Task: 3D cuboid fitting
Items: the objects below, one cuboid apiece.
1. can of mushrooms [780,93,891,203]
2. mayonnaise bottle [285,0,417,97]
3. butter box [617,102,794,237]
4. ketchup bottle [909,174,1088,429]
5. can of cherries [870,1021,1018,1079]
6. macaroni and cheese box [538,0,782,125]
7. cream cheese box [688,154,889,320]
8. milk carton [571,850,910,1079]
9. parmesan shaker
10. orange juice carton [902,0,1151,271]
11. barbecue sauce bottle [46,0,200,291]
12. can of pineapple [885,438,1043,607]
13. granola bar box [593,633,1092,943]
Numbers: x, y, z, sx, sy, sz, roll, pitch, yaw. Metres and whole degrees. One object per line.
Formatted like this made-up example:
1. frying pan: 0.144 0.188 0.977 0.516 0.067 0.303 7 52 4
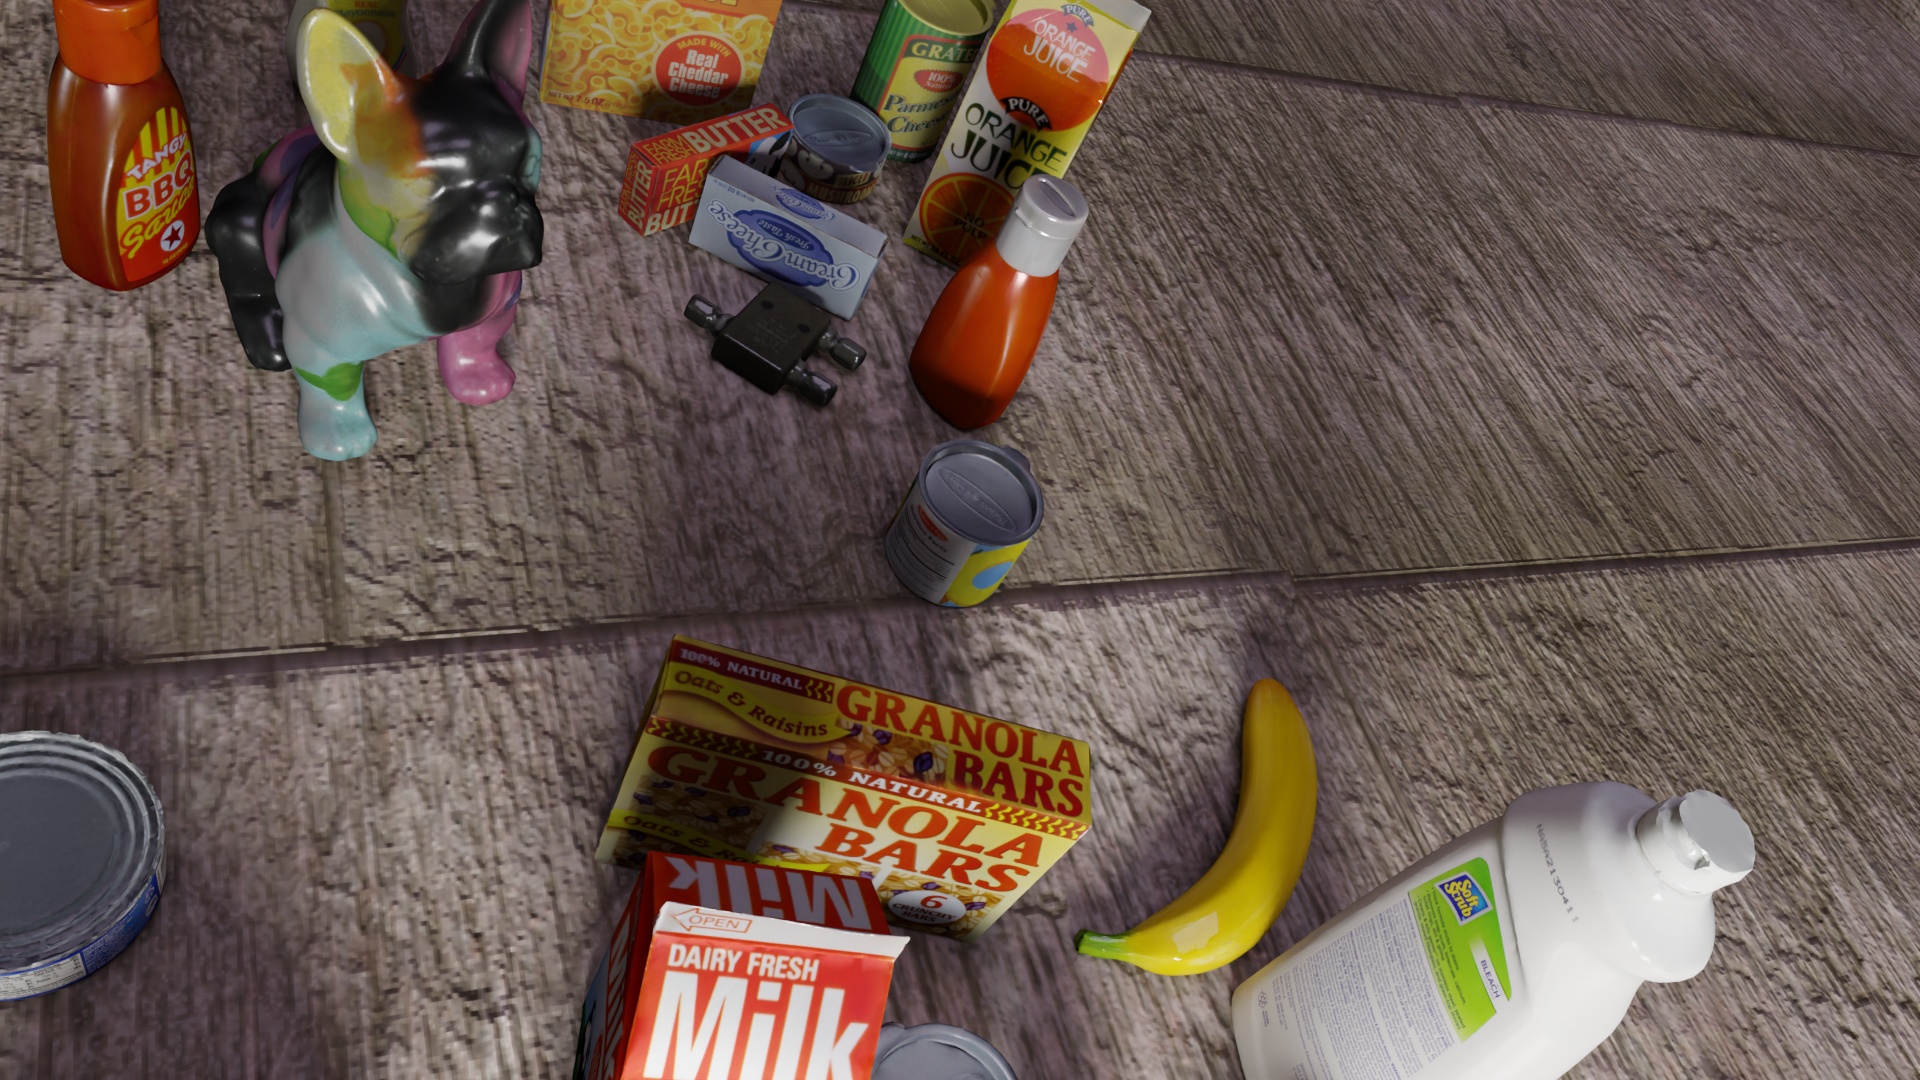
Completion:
1. can of mushrooms: -0.078 -0.241 0.861 0.071 0.033 0.071 13 50 -16
2. mayonnaise bottle: -0.310 -0.292 0.712 0.065 0.147 0.041 -14 62 -33
3. butter box: -0.145 -0.213 0.794 0.024 0.052 0.104 47 49 13
4. ketchup bottle: 0.021 -0.128 0.742 0.044 0.148 0.065 -22 67 -36
5. can of cherries: -0.017 0.219 0.515 0.071 0.058 0.072 13 50 -16
6. macaroni and cheese box: -0.166 -0.317 0.789 0.124 0.165 0.040 2 54 -24
7. cream cheese box: -0.097 -0.170 0.783 0.104 0.053 0.024 25 48 -6
8. milk carton: -0.078 0.157 0.445 0.072 0.189 0.074 12 51 -17
9. parmesan shaker: -0.026 -0.301 0.886 0.071 0.102 0.072 13 50 -16
10. orange juice carton: 0.039 -0.246 0.813 0.072 0.191 0.073 28 48 -3
11. barbecue sauce bottle: -0.363 -0.179 0.599 0.044 0.147 0.065 28 48 -4
12. can of pineapple: 0.003 -0.009 0.702 0.071 0.057 0.071 13 50 -16
13. granola bar box: -0.049 0.102 0.547 0.166 0.123 0.039 16 50 -13
